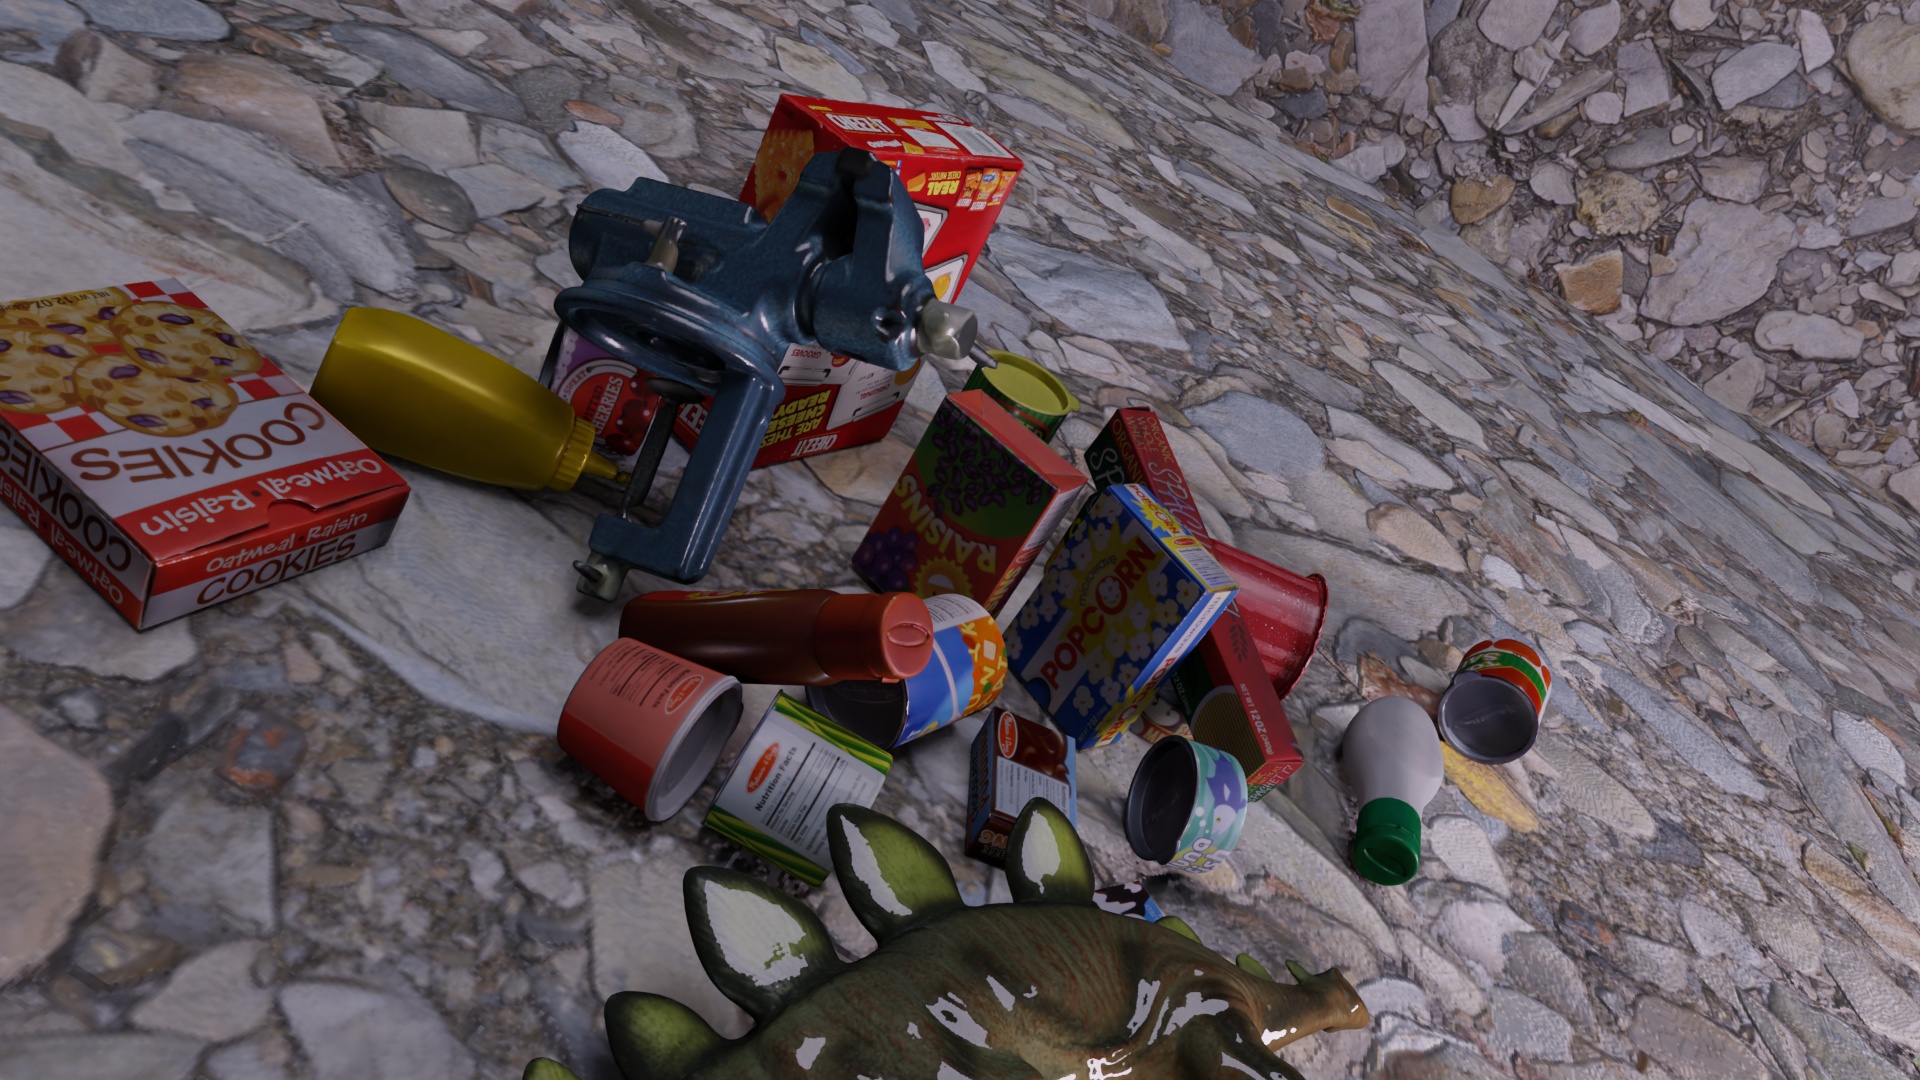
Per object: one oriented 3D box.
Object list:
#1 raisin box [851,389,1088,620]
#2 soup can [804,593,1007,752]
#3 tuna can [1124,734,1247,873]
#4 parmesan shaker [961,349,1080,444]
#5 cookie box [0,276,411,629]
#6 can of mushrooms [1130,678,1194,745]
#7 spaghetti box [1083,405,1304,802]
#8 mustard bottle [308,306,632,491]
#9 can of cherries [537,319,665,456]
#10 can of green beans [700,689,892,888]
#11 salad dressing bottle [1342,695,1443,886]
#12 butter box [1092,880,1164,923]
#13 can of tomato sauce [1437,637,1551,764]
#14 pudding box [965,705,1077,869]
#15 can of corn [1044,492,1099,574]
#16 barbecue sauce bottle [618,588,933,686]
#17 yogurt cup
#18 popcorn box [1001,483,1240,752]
[{"bbox_3d":[0.003,-0.010,0.777,0.086,0.122,0.040,41,30,17],"label":"raisin box"},{"bbox_3d":[-0.026,0.068,0.697,0.071,0.071,0.084,45,32,23],"label":"soup can"},{"bbox_3d":[0.116,0.138,0.716,0.033,0.070,0.071,20,32,-20],"label":"tuna can"},{"bbox_3d":[0.021,-0.060,0.889,0.071,0.102,0.072,22,31,-14],"label":"parmesan shaker"},{"bbox_3d":[-0.346,-0.045,0.600,0.167,0.040,0.123,38,31,12],"label":"cookie box"},{"bbox_3d":[0.125,0.093,0.823,0.071,0.033,0.071,23,30,-14],"label":"can of mushrooms"},{"bbox_3d":[0.130,0.030,0.809,0.029,0.050,0.251,2,53,-28],"label":"spaghetti box"},{"bbox_3d":[-0.239,-0.060,0.701,0.160,0.065,0.049,24,34,-26],"label":"mustard bottle"},{"bbox_3d":[-0.199,-0.084,0.763,0.058,0.071,0.072,19,32,-23],"label":"can of cherries"},{"bbox_3d":[-0.070,0.107,0.597,0.058,0.071,0.071,31,30,-2],"label":"can of green beans"},{"bbox_3d":[0.264,0.151,0.853,0.064,0.043,0.148,34,31,1],"label":"salad dressing bottle"},{"bbox_3d":[0.087,0.206,0.631,0.053,0.024,0.104,0,41,-41],"label":"butter box"},{"bbox_3d":[0.381,0.112,0.992,0.071,0.071,0.083,39,30,14],"label":"can of tomato sauce"},{"bbox_3d":[0.032,0.126,0.694,0.049,0.030,0.084,23,31,-11],"label":"pudding box"},{"bbox_3d":[0.094,0.012,0.891,0.071,0.058,0.071,23,31,-15],"label":"can of corn"},{"bbox_3d":[-0.081,0.043,0.616,0.148,0.043,0.065,-3,-8,36],"label":"barbecue sauce bottle"},{"bbox_3d":[-0.133,0.077,0.589,0.054,0.072,0.073,27,29,10],"label":"yogurt cup"},{"bbox_3d":[0.085,0.042,0.770,0.038,0.126,0.085,-2,43,-48],"label":"popcorn box"}]
